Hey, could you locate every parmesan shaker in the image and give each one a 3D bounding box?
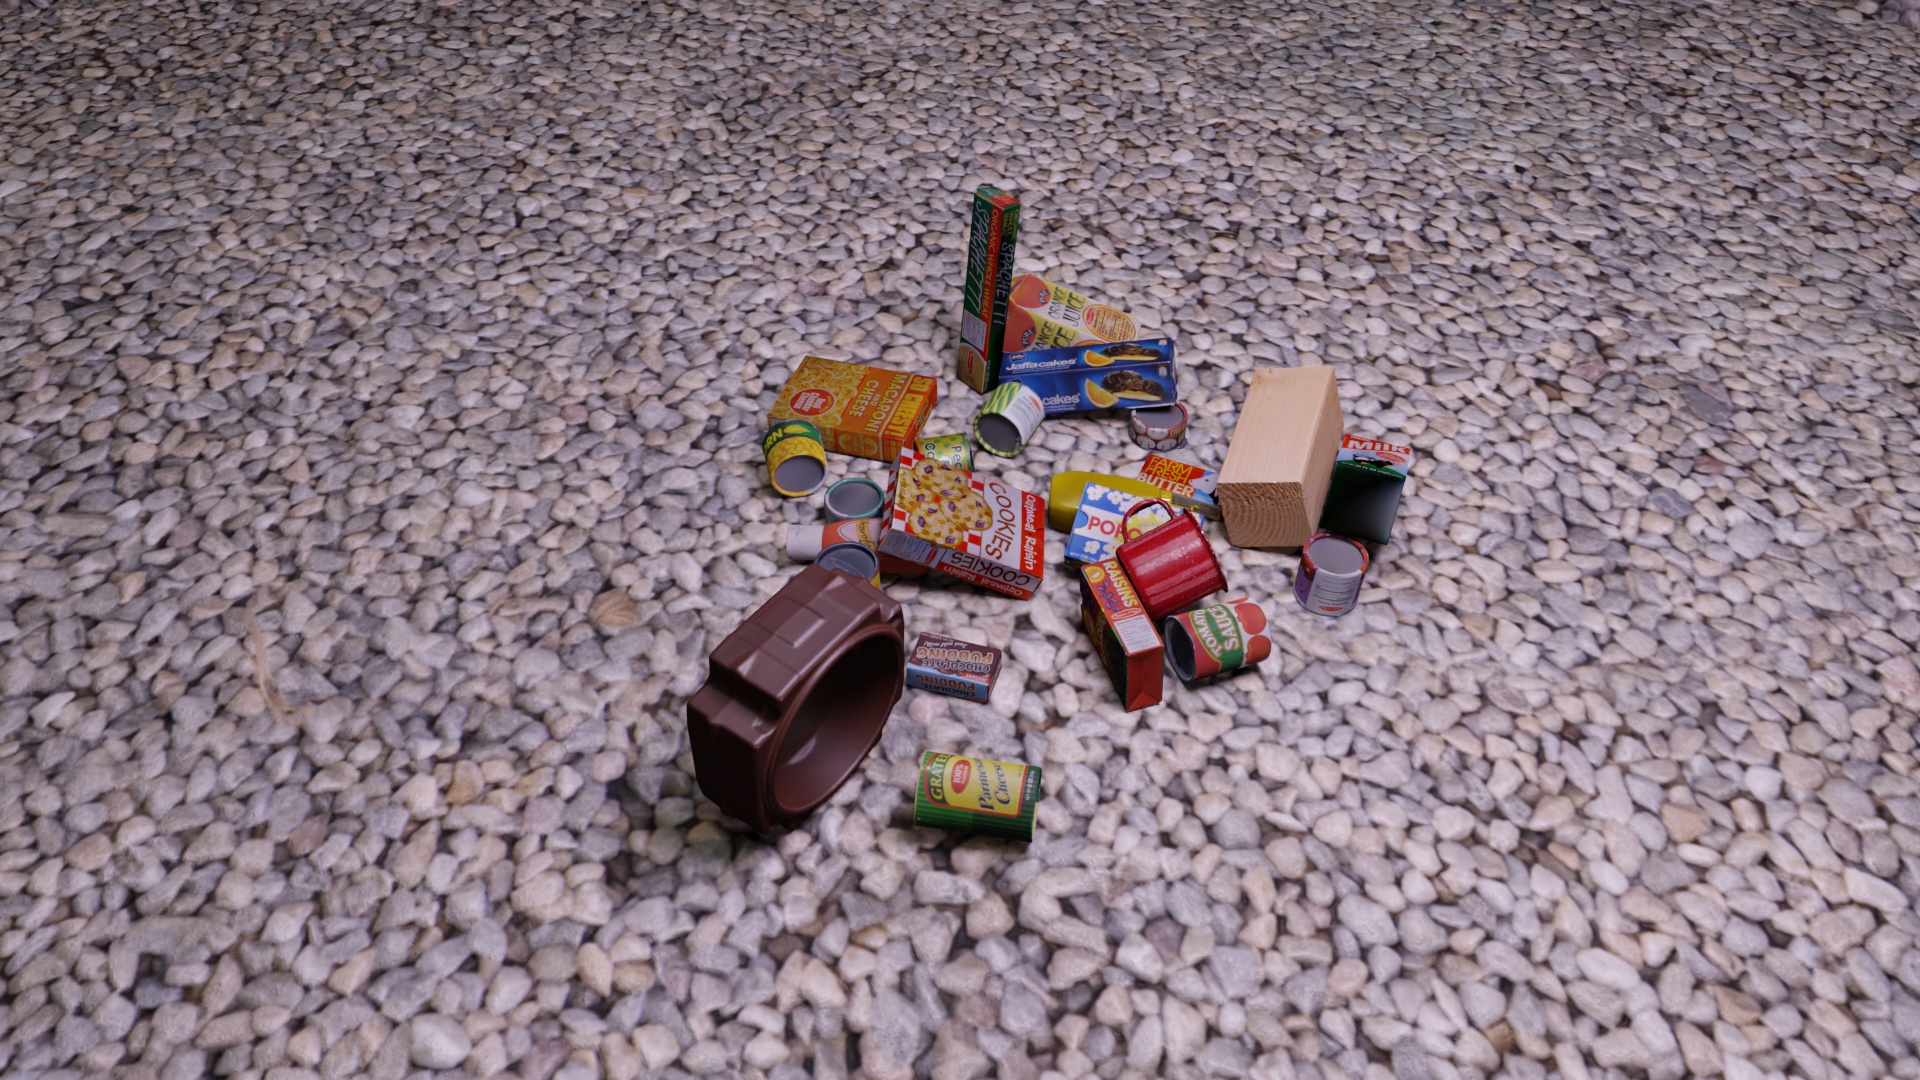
[{"bbox_3d":[0.016,0.221,1.211,0.103,0.071,0.072,7,44,7],"label":"parmesan shaker"}]

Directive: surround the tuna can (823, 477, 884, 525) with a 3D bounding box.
[{"bbox_3d":[-0.112,-0.037,1.502,0.071,0.032,0.071,0,44,0],"label":"tuna can"}]

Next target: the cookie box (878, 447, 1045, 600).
[{"bbox_3d":[0.005,-0.018,1.435,0.167,0.040,0.123,19,43,-14],"label":"cookie box"}]

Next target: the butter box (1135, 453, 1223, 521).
[{"bbox_3d":[0.246,-0.059,1.532,0.103,0.024,0.053,18,47,18],"label":"butter box"}]

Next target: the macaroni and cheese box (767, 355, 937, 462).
[{"bbox_3d":[-0.124,-0.154,1.619,0.166,0.040,0.124,11,45,12],"label":"macaroni and cheese box"}]

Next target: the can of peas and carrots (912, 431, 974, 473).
[{"bbox_3d":[-0.018,-0.083,1.524,0.059,0.070,0.071,-9,45,-8],"label":"can of peas and carrots"}]

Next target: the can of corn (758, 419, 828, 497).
[{"bbox_3d":[-0.185,-0.091,1.533,0.071,0.070,0.058,-10,45,-10],"label":"can of corn"}]

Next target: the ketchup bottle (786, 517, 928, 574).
[{"bbox_3d":[-0.106,0.004,1.453,0.149,0.043,0.065,1,44,2],"label":"ketchup bottle"}]

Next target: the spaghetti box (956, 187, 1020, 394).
[{"bbox_3d":[0.031,-0.286,1.608,0.029,0.248,0.050,-26,49,-33],"label":"spaghetti box"}]

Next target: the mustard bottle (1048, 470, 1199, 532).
[{"bbox_3d":[0.175,-0.036,1.491,0.160,0.048,0.065,6,51,5],"label":"mustard bottle"}]

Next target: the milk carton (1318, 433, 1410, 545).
[{"bbox_3d":[0.432,-0.062,1.474,0.072,0.073,0.191,15,20,14],"label":"milk carton"}]

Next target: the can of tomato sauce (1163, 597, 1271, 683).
[{"bbox_3d":[0.248,0.094,1.340,0.083,0.070,0.071,-13,45,-14],"label":"can of tomato sauce"}]

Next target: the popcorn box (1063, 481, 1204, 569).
[{"bbox_3d":[0.178,0.000,1.428,0.127,0.038,0.085,16,76,8],"label":"popcorn box"}]

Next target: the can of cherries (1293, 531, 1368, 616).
[{"bbox_3d":[0.376,0.032,1.413,0.071,0.058,0.072,0,44,0],"label":"can of cherries"}]

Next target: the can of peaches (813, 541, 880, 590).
[{"bbox_3d":[-0.115,0.045,1.400,0.071,0.057,0.071,0,45,0],"label":"can of peaches"}]

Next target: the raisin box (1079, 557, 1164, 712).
[{"bbox_3d":[0.153,0.089,1.333,0.040,0.085,0.124,-15,46,-8],"label":"raisin box"}]

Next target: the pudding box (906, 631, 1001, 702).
[{"bbox_3d":[-0.006,0.123,1.339,0.084,0.030,0.050,12,46,13],"label":"pudding box"}]

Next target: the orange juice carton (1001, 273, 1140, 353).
[{"bbox_3d":[0.112,-0.254,1.662,0.193,0.071,0.073,21,45,-4],"label":"orange juice carton"}]

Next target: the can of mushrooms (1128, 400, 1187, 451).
[{"bbox_3d":[0.231,-0.135,1.604,0.071,0.033,0.071,0,43,0],"label":"can of mushrooms"}]

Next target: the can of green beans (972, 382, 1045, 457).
[{"bbox_3d":[0.055,-0.137,1.583,0.071,0.071,0.058,19,48,19],"label":"can of green beans"}]
